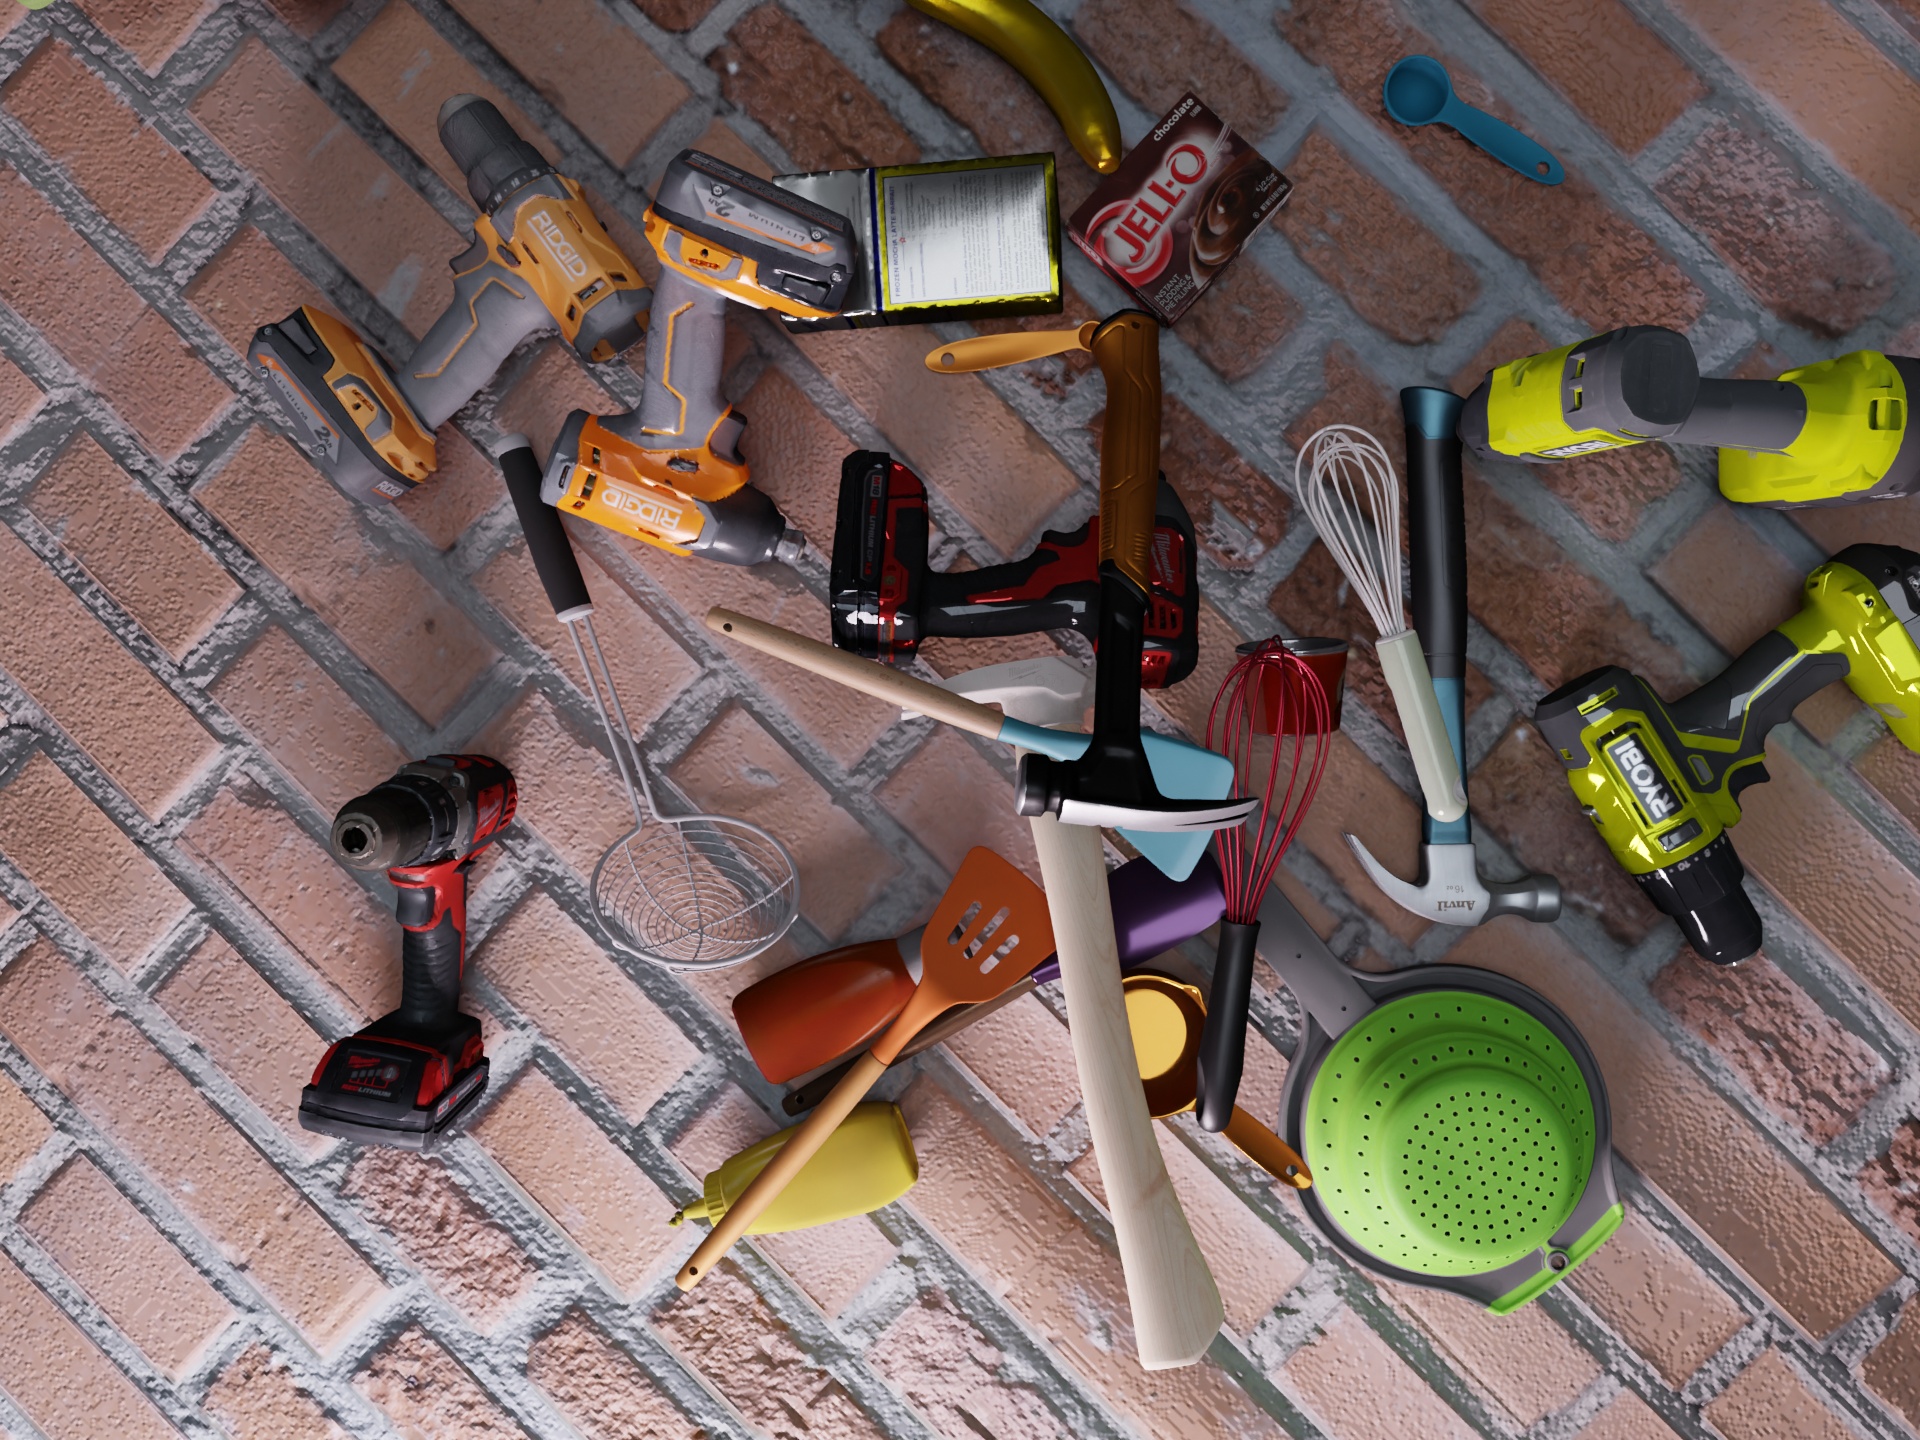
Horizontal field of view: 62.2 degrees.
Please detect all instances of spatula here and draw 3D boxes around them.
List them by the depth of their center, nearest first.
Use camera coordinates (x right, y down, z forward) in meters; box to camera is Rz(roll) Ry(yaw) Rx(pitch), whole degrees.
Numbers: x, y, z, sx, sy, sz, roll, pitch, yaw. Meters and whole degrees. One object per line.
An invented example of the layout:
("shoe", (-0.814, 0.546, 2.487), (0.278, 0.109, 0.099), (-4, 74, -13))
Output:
("spatula", (-0.001, -0.003, 0.921), (0.317, 0.044, 0.082), (21, 114, 2))
("spatula", (-0.063, 0.220, 0.962), (0.081, 0.041, 0.322), (41, 94, 3))
("spatula", (0.022, 0.168, 0.988), (0.316, 0.018, 0.060), (-31, 70, 10))

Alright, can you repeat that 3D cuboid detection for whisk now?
("whisk", (0.165, 0.097, 0.923), (0.073, 0.073, 0.296), (7, 97, 3))
("whisk", (0.255, -0.057, 0.944), (0.059, 0.058, 0.246), (-16, 93, 36))

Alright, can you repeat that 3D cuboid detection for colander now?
("colander", (0.245, 0.191, 0.951), (0.204, 0.094, 0.397), (-40, 88, 3))

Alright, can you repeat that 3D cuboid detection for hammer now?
("hammer", (0.103, -0.096, 0.911), (0.127, 0.034, 0.337), (6, 64, -3))
("hammer", (0.069, 0.160, 0.925), (0.146, 0.038, 0.411), (-9, 73, -5))
("hammer", (0.297, -0.040, 0.978), (0.128, 0.033, 0.331), (-2, 90, 3))

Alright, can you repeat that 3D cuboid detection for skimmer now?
("skimmer", (-0.209, -0.018, 0.982), (0.127, 0.090, 0.363), (-19, 86, -28))

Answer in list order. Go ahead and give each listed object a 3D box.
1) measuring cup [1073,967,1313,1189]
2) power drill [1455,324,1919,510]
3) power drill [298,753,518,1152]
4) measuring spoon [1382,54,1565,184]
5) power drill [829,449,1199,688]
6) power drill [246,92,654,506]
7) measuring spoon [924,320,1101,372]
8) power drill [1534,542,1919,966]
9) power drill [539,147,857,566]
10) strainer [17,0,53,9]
("measuring cup", (0.145, 0.224, 0.980), (0.173, 0.052, 0.095), (40, 93, 1))
("power drill", (0.409, -0.170, 0.899), (0.223, 0.171, 0.080), (4, 91, -15))
("power drill", (-0.329, 0.134, 0.945), (0.080, 0.188, 0.226), (10, 95, 2))
("measuring spoon", (0.317, -0.366, 0.986), (0.128, 0.021, 0.042), (29, 93, -6))
("power drill", (0.035, -0.097, 0.962), (0.219, 0.078, 0.143), (4, 64, -1))
("power drill", (-0.327, -0.266, 0.994), (0.226, 0.084, 0.185), (-36, 89, -1))
("measuring spoon", (0.035, -0.235, 1.006), (0.117, 0.011, 0.021), (-7, 89, 7))
("power drill", (0.486, 0.019, 0.946), (0.228, 0.080, 0.190), (-32, 88, 6))
("power drill", (-0.140, -0.202, 0.953), (0.164, 0.084, 0.226), (21, 114, -12))
("strainer", (-0.468, -0.500, 1.005), (0.256, 0.069, 0.151), (-22, 91, 4))
